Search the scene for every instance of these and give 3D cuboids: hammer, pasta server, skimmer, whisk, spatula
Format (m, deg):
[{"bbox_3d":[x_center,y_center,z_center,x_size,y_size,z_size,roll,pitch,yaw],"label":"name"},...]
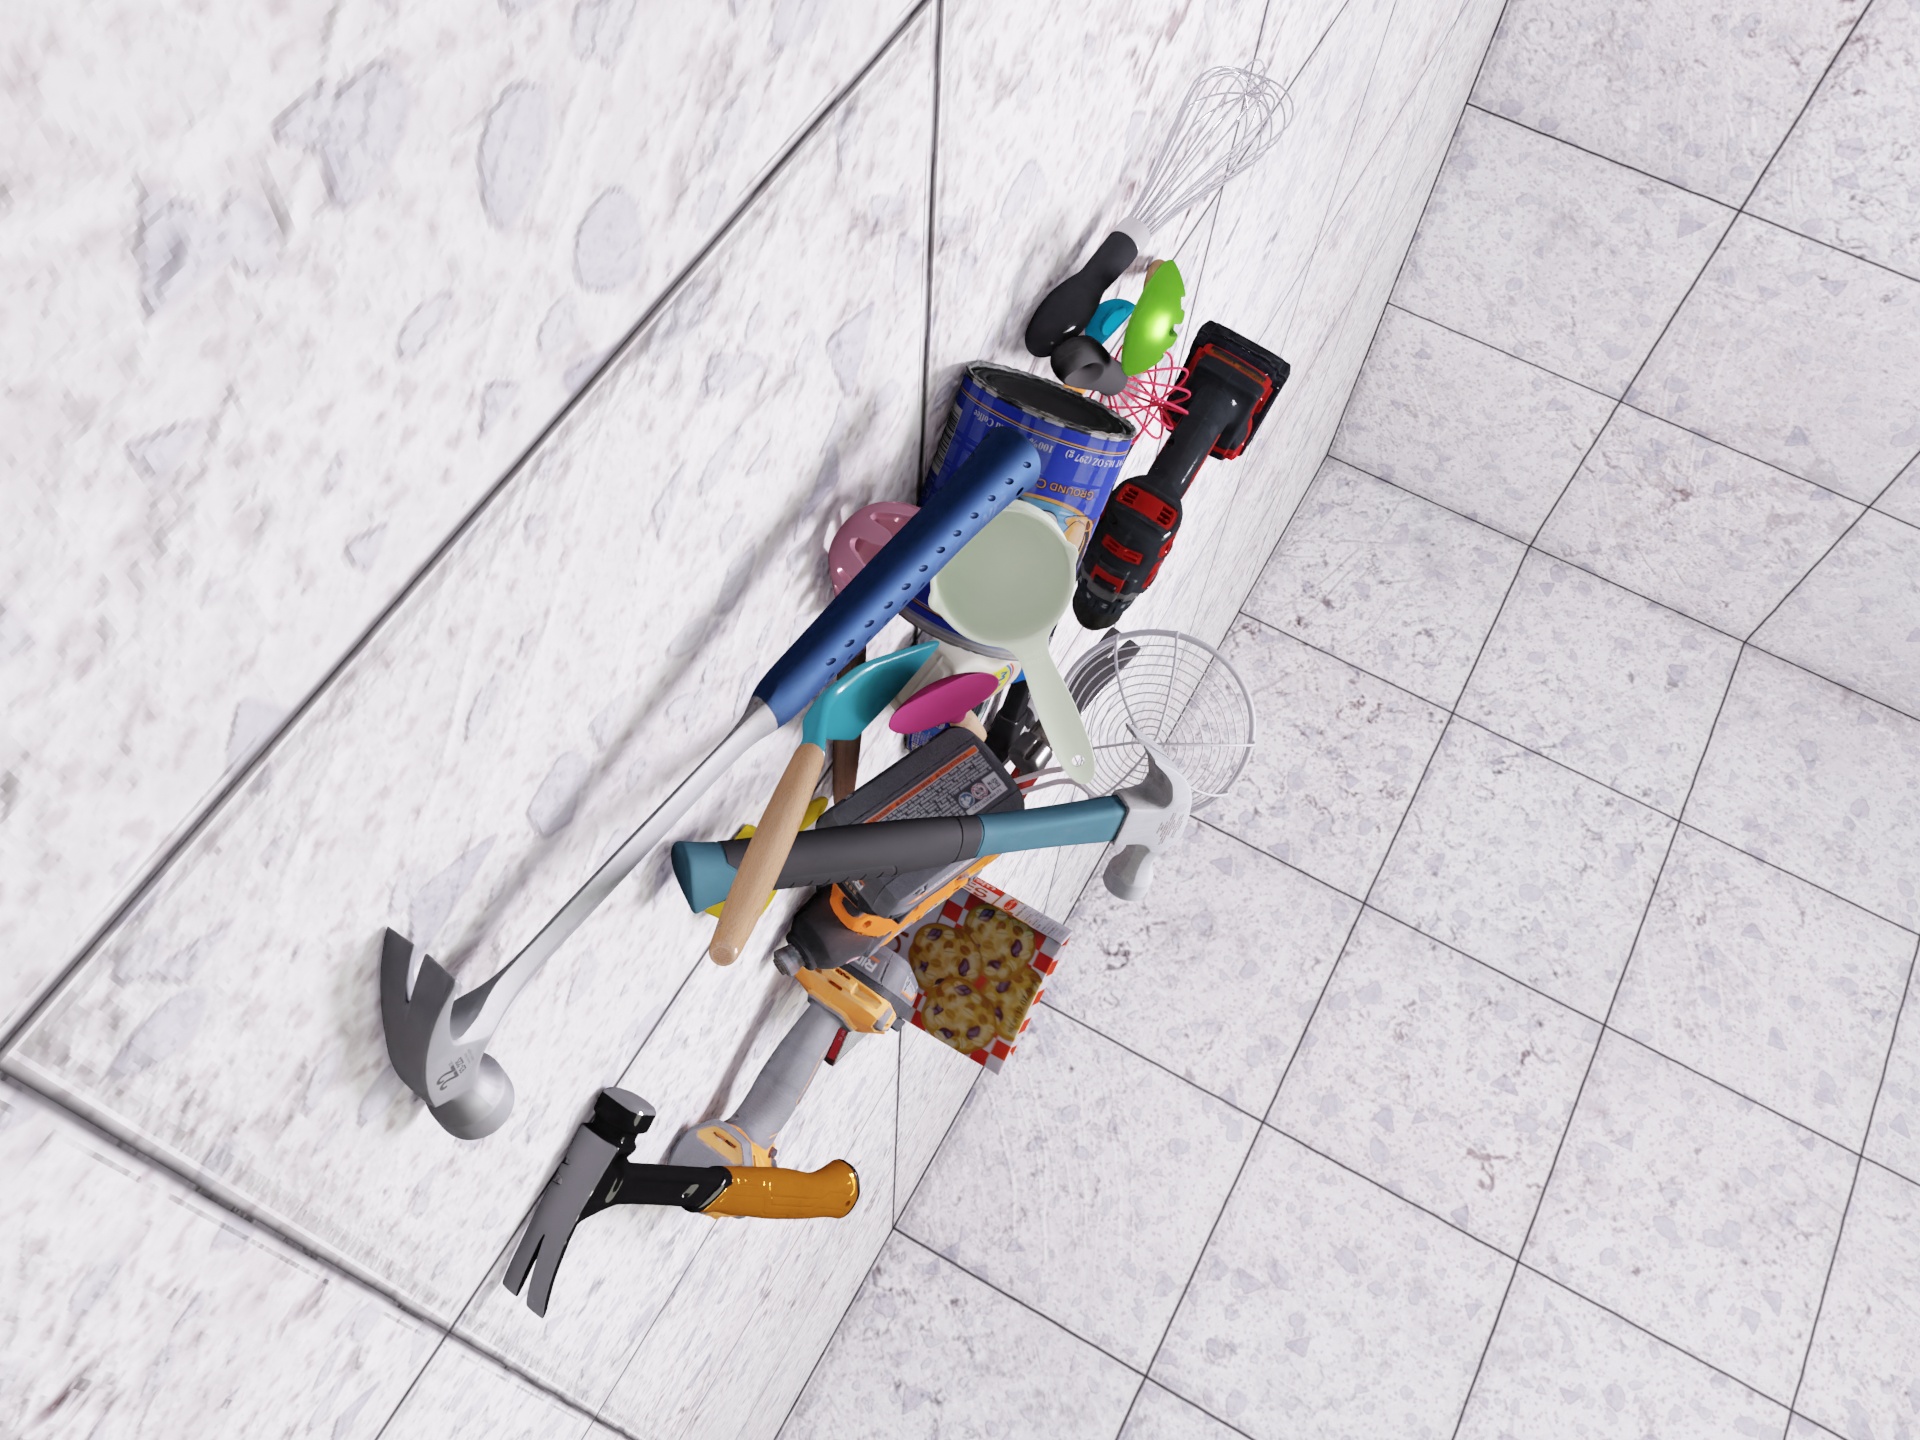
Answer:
[{"bbox_3d":[0.078,-0.099,1.354,0.146,0.035,0.334,-47,160,-56],"label":"hammer"},{"bbox_3d":[-0.057,-0.024,0.919,0.060,0.040,0.316,-45,162,-27],"label":"pasta server"},{"bbox_3d":[0.060,0.030,1.117,0.090,0.127,0.363,-41,-171,-29],"label":"skimmer"},{"bbox_3d":[-0.006,0.068,0.892,0.331,0.033,0.128,-5,133,-32],"label":"hammer"},{"bbox_3d":[-0.155,0.309,1.022,0.127,0.034,0.336,-62,152,-4],"label":"hammer"},{"bbox_3d":[0.103,-0.224,1.047,0.073,0.073,0.296,-66,167,13],"label":"whisk"},{"bbox_3d":[-0.070,0.034,0.784,0.082,0.044,0.318,-47,-169,23],"label":"spatula"},{"bbox_3d":[0.124,-0.323,1.002,0.285,0.070,0.070,-53,165,-23],"label":"whisk"},{"bbox_3d":[0.062,0.046,1.437,0.149,0.037,0.359,-49,174,-25],"label":"hammer"},{"bbox_3d":[-0.093,0.002,0.701,0.405,0.035,0.144,-49,163,-26],"label":"hammer"}]

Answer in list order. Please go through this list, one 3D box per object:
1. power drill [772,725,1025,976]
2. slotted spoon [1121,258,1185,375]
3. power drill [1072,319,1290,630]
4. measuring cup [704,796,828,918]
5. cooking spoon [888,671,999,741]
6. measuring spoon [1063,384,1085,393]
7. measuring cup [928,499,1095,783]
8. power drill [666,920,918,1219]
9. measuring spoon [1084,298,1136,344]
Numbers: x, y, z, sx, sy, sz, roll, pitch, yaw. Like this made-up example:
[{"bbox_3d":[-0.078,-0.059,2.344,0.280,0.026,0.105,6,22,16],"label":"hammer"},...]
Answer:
[{"bbox_3d":[-0.049,0.100,1.045,0.164,0.084,0.226,-35,170,-19],"label":"power drill"},{"bbox_3d":[0.128,-0.278,1.037,0.314,0.031,0.070,-72,180,-67],"label":"slotted spoon"},{"bbox_3d":[0.162,-0.183,1.263,0.227,0.080,0.187,-58,175,-23],"label":"power drill"},{"bbox_3d":[-0.104,0.078,0.958,0.062,0.029,0.156,-68,167,22],"label":"measuring cup"},{"bbox_3d":[-0.002,-0.003,1.025,0.069,0.017,0.319,-26,173,2],"label":"cooking spoon"},{"bbox_3d":[0.064,-0.213,1.092,0.117,0.011,0.021,-50,163,-49],"label":"measuring spoon"},{"bbox_3d":[0.039,-0.042,0.861,0.038,0.083,0.167,-91,159,-67],"label":"measuring cup"},{"bbox_3d":[-0.124,0.270,1.189,0.226,0.084,0.185,-55,167,-15],"label":"power drill"},{"bbox_3d":[0.093,-0.265,1.036,0.042,0.021,0.128,-45,-178,11],"label":"measuring spoon"}]
